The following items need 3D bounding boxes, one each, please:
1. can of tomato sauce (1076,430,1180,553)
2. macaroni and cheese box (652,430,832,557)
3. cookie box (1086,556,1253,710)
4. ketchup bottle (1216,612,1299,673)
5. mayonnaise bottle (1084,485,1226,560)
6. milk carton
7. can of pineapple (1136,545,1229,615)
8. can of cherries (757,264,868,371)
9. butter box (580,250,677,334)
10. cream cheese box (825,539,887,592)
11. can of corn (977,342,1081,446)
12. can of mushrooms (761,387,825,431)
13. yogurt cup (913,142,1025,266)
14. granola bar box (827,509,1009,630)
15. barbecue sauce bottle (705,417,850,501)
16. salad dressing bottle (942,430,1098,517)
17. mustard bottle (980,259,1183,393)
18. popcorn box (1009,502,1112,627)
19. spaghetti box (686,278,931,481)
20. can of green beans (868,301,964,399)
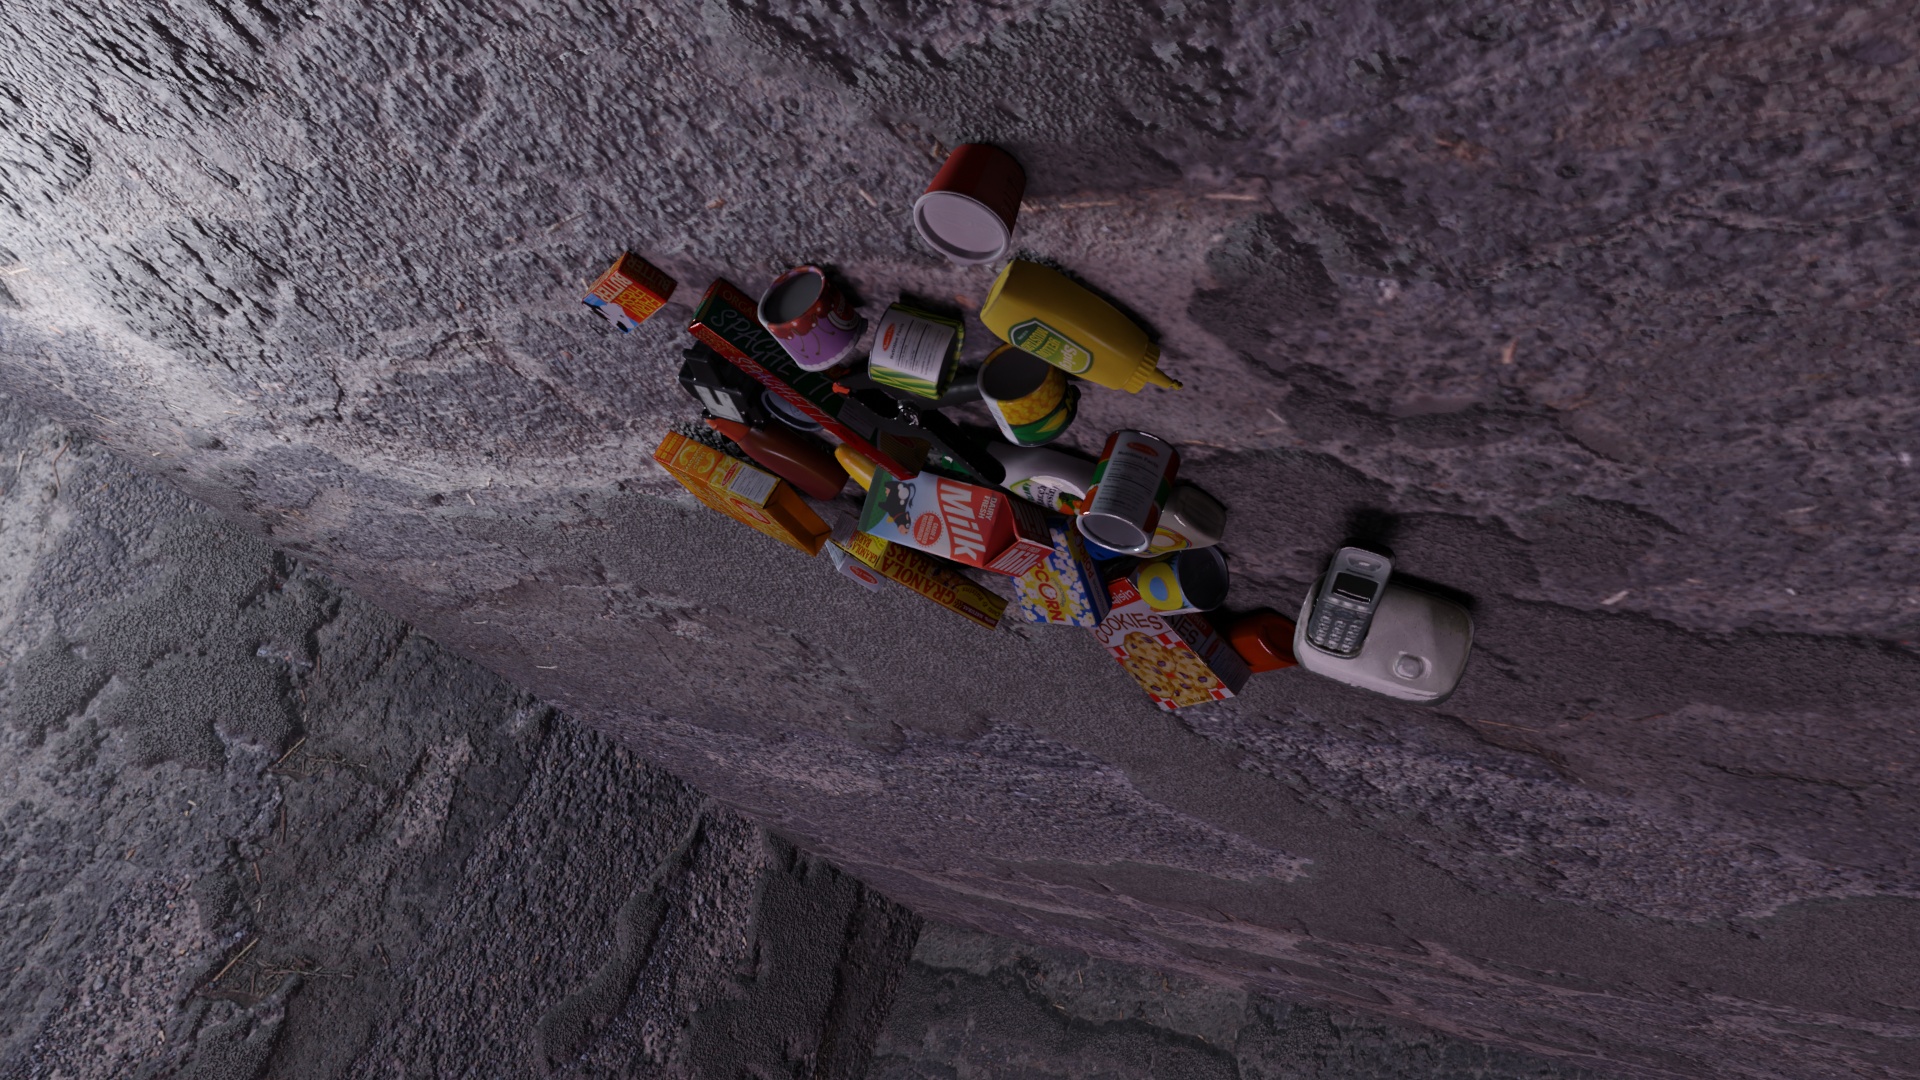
[{"bbox_3d":[0.141,-0.039,1.171,0.071,0.083,0.071,19,156,9],"label":"can of tomato sauce"},{"bbox_3d":[-0.233,-0.051,1.493,0.166,0.040,0.123,24,166,30],"label":"macaroni and cheese box"},{"bbox_3d":[0.197,0.097,1.412,0.167,0.040,0.122,47,151,-10],"label":"cookie box"},{"bbox_3d":[0.284,0.112,1.420,0.064,0.044,0.148,32,156,-16],"label":"ketchup bottle"},{"bbox_3d":[0.170,-0.011,1.260,0.064,0.041,0.147,31,155,-24],"label":"mayonnaise bottle"},{"bbox_3d":[0.005,-0.016,1.303,0.191,0.073,0.072,17,180,32],"label":"milk carton"},{"bbox_3d":[0.207,0.034,1.295,0.071,0.071,0.057,35,154,-26],"label":"can of pineapple"},{"bbox_3d":[-0.119,-0.181,1.125,0.071,0.072,0.058,5,150,36],"label":"can of cherries"},{"bbox_3d":[-0.299,-0.222,1.248,0.053,0.024,0.103,33,155,-24],"label":"butter box"},{"bbox_3d":[-0.117,0.021,1.549,0.053,0.024,0.104,32,-173,-20],"label":"cream cheese box"},{"bbox_3d":[0.055,-0.119,1.102,0.071,0.071,0.058,9,153,29],"label":"can of corn"},{"bbox_3d":[-0.147,-0.132,1.294,0.071,0.033,0.070,19,156,9],"label":"can of mushrooms"},{"bbox_3d":[0.009,-0.226,0.923,0.072,0.054,0.072,19,156,9],"label":"yogurt cup"},{"bbox_3d":[-0.046,0.032,1.472,0.165,0.039,0.124,29,180,-31],"label":"granola bar box"},{"bbox_3d":[-0.184,-0.094,1.398,0.148,0.044,0.064,33,159,-21],"label":"barbecue sauce bottle"},{"bbox_3d":[0.058,-0.062,1.247,0.148,0.044,0.064,18,153,11],"label":"salad dressing bottle"},{"bbox_3d":[0.095,-0.148,1.021,0.160,0.049,0.065,27,158,-9],"label":"mustard bottle"},{"bbox_3d":[0.089,0.024,1.358,0.085,0.038,0.126,4,128,38],"label":"popcorn box"},{"bbox_3d":[-0.130,-0.140,1.240,0.250,0.050,0.028,35,153,-26],"label":"spaghetti box"},{"bbox_3d":[-0.034,-0.151,1.109,0.058,0.071,0.071,18,156,9],"label":"can of green beans"}]
